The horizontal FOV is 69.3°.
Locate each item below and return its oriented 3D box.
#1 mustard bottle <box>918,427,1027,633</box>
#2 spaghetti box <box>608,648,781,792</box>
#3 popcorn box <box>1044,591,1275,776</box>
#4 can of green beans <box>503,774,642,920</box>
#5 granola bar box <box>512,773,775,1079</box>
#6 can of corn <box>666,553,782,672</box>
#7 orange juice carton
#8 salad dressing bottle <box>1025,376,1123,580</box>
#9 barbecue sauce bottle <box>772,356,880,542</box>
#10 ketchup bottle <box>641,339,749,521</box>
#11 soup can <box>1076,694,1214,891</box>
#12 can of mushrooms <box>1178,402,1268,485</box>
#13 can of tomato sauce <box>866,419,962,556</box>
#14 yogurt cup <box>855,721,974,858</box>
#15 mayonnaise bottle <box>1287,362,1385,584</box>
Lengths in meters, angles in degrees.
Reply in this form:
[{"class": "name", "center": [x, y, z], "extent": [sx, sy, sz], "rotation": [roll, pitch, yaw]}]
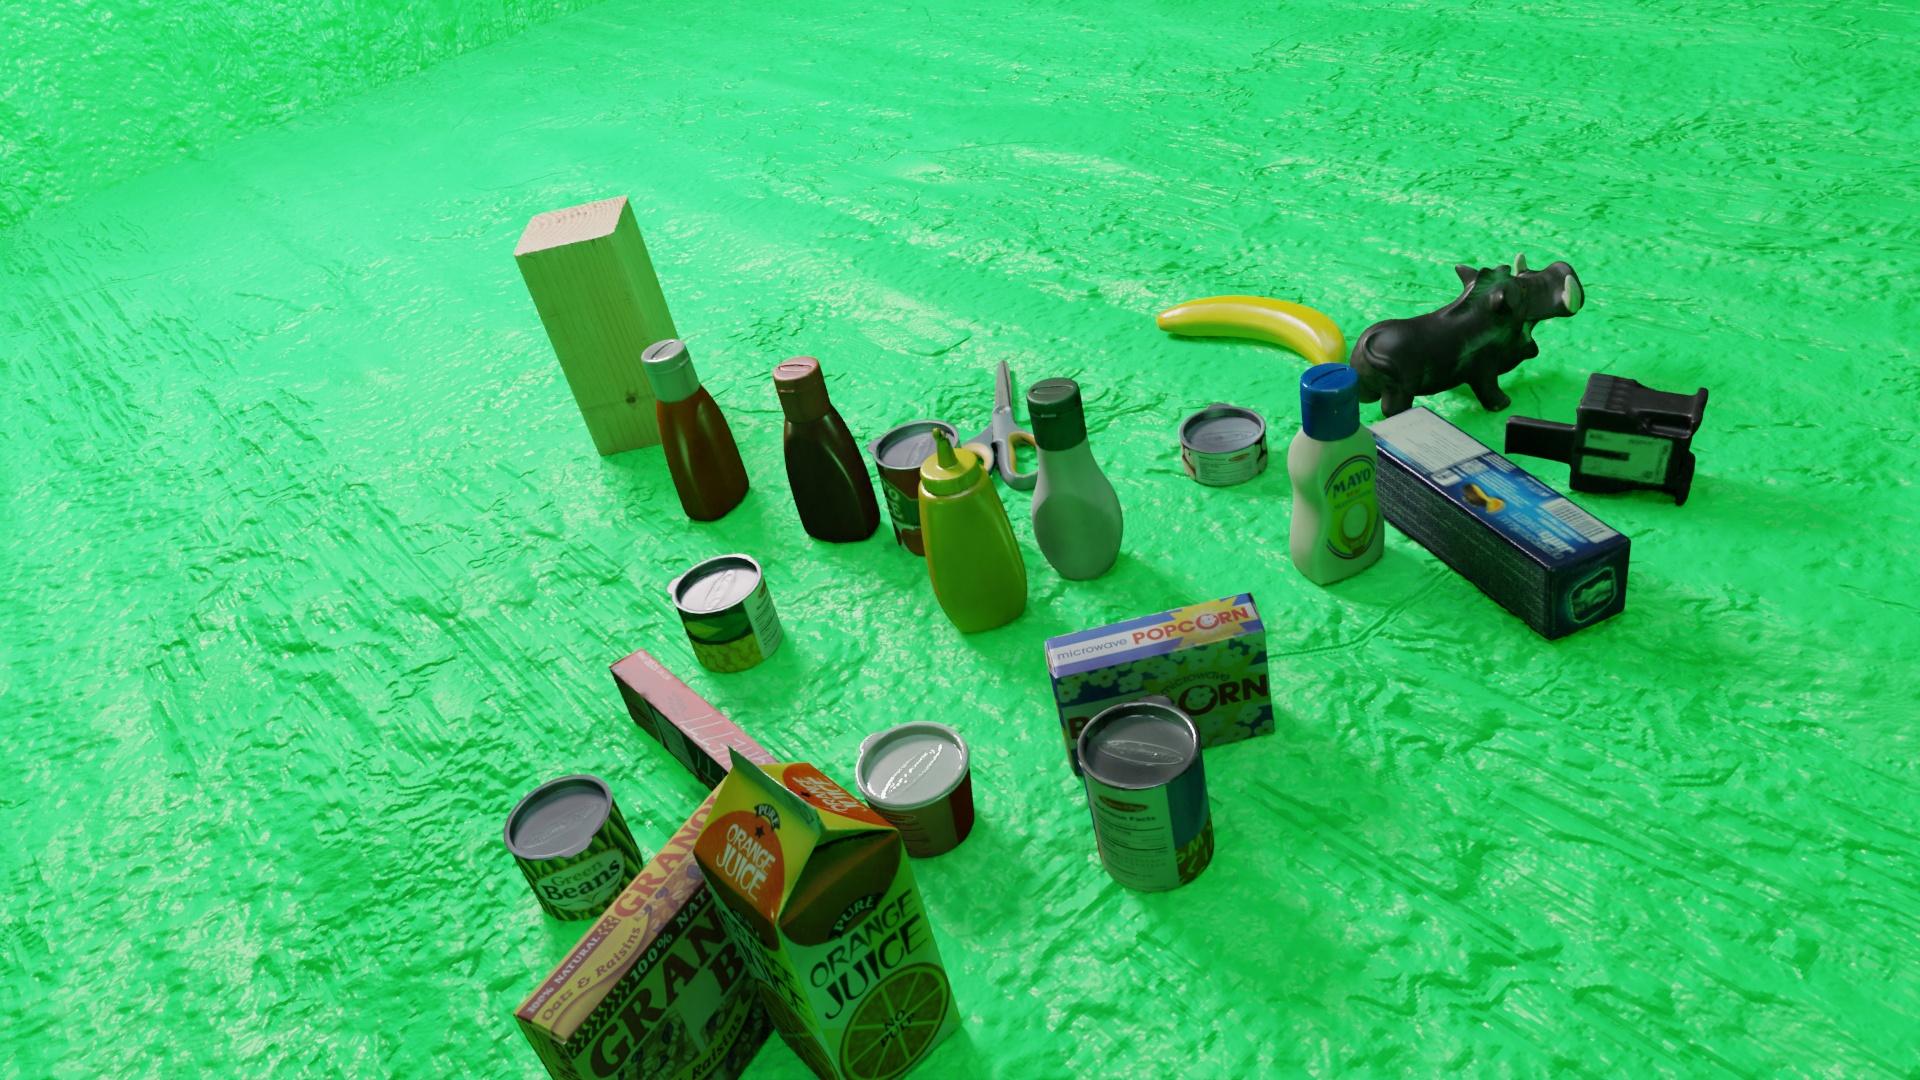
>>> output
[{"class": "mustard bottle", "center": [0.003, -0.012, 0.936], "extent": [0.065, 0.159, 0.049], "rotation": [-16, 35, -4]}, {"class": "spaghetti box", "center": [-0.144, 0.141, 0.870], "extent": [0.029, 0.050, 0.250], "rotation": [-34, 40, -26]}, {"class": "popcorn box", "center": [0.119, 0.086, 0.825], "extent": [0.127, 0.084, 0.038], "rotation": [-13, 35, 1]}, {"class": "can of green beans", "center": [-0.231, 0.184, 0.832], "extent": [0.071, 0.057, 0.071], "rotation": [-9, 35, 7]}, {"class": "granola bar box", "center": [-0.133, 0.215, 0.698], "extent": [0.039, 0.123, 0.166], "rotation": [11, 42, 32]}, {"class": "can of corn", "center": [-0.168, 0.052, 0.993], "extent": [0.071, 0.058, 0.071], "rotation": [-9, 35, 7]}, {"class": "orange juice carton", "center": [-0.066, 0.179, 0.666], "extent": [0.073, 0.191, 0.072], "rotation": [-35, 40, -27]}, {"class": "salad dressing bottle", "center": [0.076, -0.042, 0.964], "extent": [0.064, 0.147, 0.044], "rotation": [0, 37, 19]}, {"class": "barbecue sauce bottle", "center": [-0.107, -0.068, 1.061], "extent": [0.065, 0.147, 0.044], "rotation": [5, 39, 25]}, {"class": "ketchup bottle", "center": [-0.217, -0.091, 1.129], "extent": [0.043, 0.148, 0.065], "rotation": [8, 41, 28]}, {"class": "soup can", "center": [0.103, 0.138, 0.760], "extent": [0.071, 0.083, 0.072], "rotation": [-9, 35, 7]}, {"class": "can of mushrooms", "center": [0.202, -0.074, 1.065], "extent": [0.071, 0.033, 0.071], "rotation": [-9, 35, 7]}, {"class": "can of tomato sauce", "center": [-0.027, -0.039, 1.050], "extent": [0.071, 0.082, 0.071], "rotation": [-9, 35, 7]}, {"class": "yogurt cup", "center": [-0.023, 0.148, 0.815], "extent": [0.072, 0.053, 0.073], "rotation": [-9, 35, 7]}, {"class": "mayonnaise bottle", "center": [0.244, -0.044, 0.909], "extent": [0.065, 0.147, 0.041], "rotation": [-25, 36, -15]}]
